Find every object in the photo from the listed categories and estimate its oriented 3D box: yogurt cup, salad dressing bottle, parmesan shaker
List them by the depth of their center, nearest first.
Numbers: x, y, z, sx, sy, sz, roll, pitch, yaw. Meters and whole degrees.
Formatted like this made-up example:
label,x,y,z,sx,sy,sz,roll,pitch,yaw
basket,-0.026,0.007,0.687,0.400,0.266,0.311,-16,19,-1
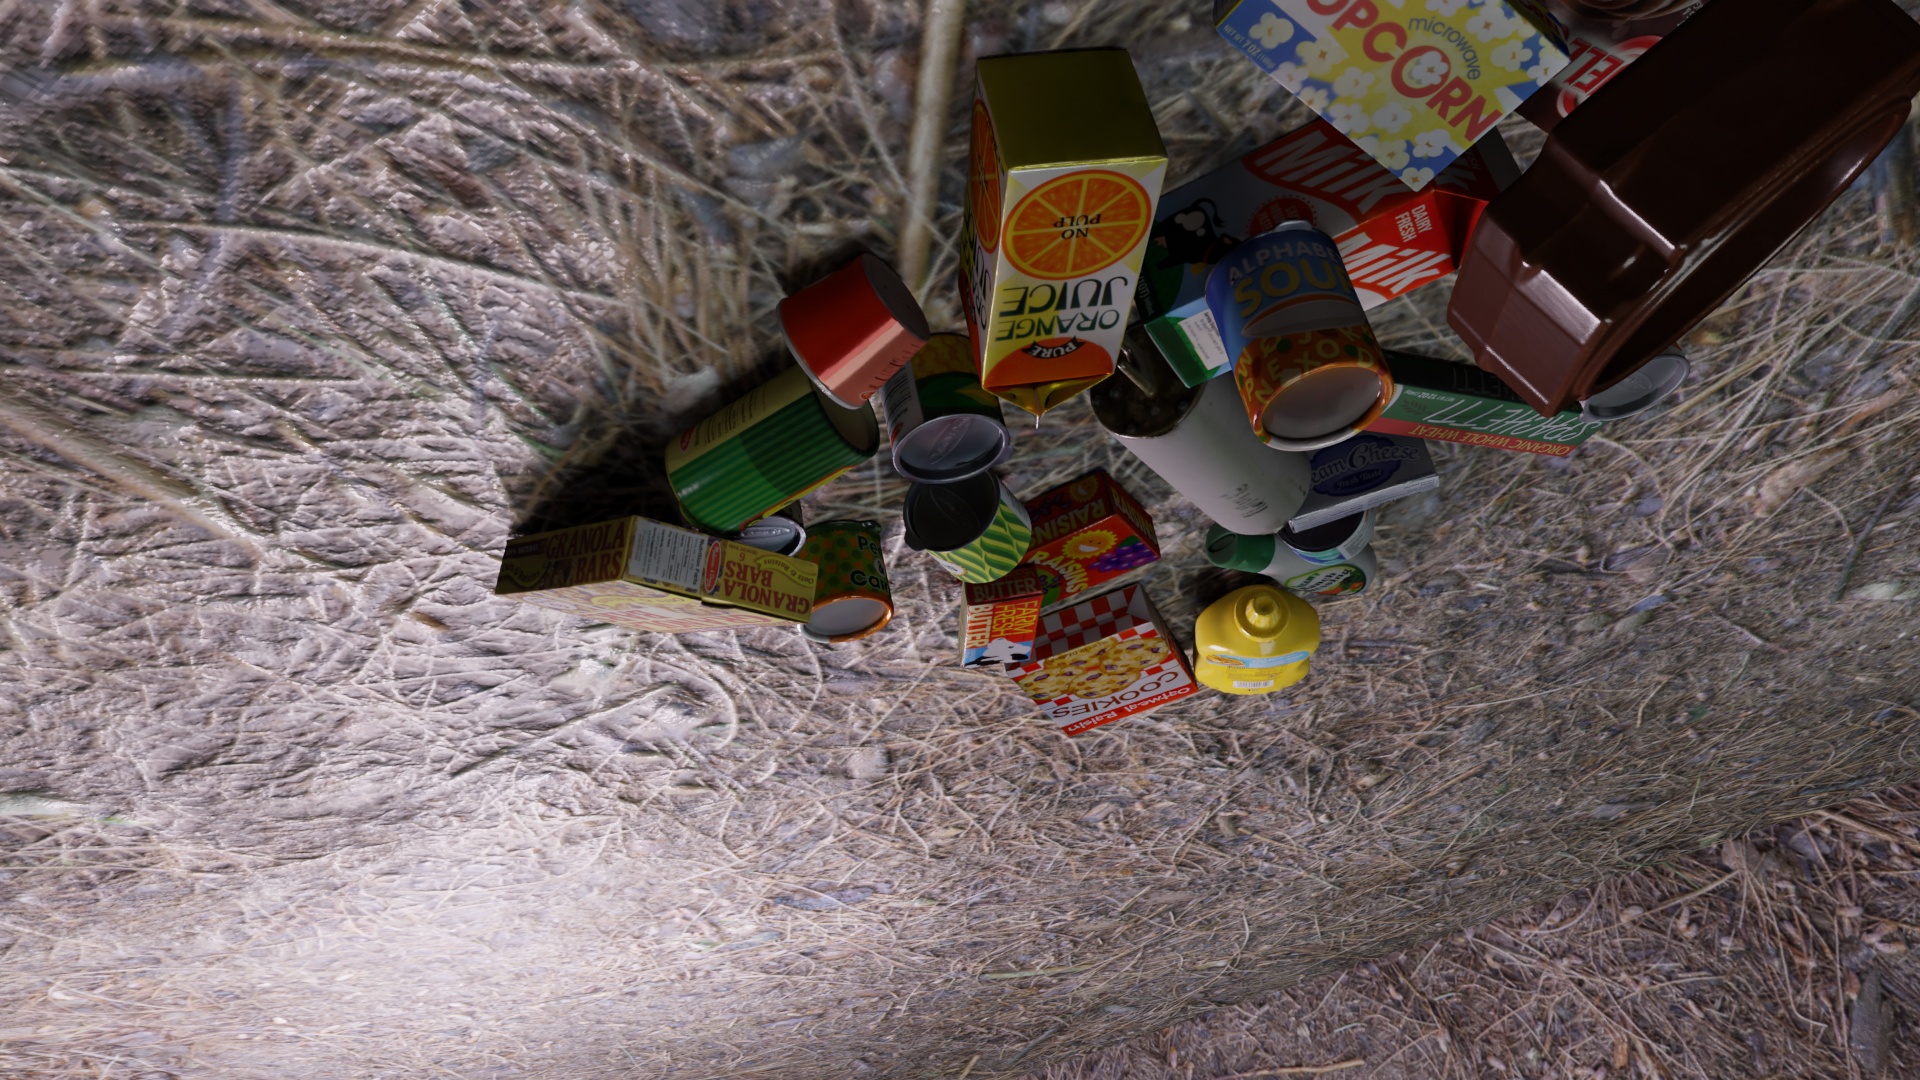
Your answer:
label,x,y,z,sx,sy,sz,roll,pitch,yaw
yogurt cup,-0.052,-0.109,0.705,0.054,0.072,0.072,-34,145,18
parmesan shaker,-0.104,-0.051,0.772,0.103,0.071,0.071,-27,147,23
salad dressing bottle,0.249,0.011,1.047,0.148,0.044,0.064,10,152,-34

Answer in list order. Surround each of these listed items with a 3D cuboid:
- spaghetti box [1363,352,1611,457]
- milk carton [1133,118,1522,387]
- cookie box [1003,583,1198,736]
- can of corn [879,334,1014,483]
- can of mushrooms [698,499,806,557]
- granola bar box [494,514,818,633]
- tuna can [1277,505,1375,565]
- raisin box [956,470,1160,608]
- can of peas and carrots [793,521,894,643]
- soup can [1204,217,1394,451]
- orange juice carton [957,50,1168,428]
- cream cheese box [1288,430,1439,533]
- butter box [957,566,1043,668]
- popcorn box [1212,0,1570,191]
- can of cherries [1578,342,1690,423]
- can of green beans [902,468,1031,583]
label,x,y,z,sx,sy,sz,roll,pitch,yaw
spaghetti box,0.331,-0.091,0.923,0.250,0.029,0.050,4,146,-28
milk carton,0.182,-0.159,0.705,0.190,0.072,0.073,-23,149,18
cookie box,0.117,0.102,1.154,0.123,0.040,0.167,-21,148,13
can of corn,-0.008,-0.074,0.785,0.071,0.058,0.070,-10,150,-6
can of mushrooms,-0.131,-0.013,0.865,0.071,0.033,0.070,-9,150,-5
granola bar box,-0.184,0.025,0.831,0.124,0.039,0.165,17,164,-39
tuna can,0.255,-0.018,0.981,0.071,0.071,0.033,-26,148,21
raisin box,0.066,0.005,0.970,0.123,0.040,0.086,-24,148,20
can of peas and carrots,-0.079,0.028,0.929,0.071,0.059,0.070,-10,150,-6
soup can,0.157,-0.095,0.645,0.071,0.084,0.071,-8,147,-5
orange juice carton,0.042,-0.139,0.682,0.073,0.072,0.191,-7,149,-9
cream cheese box,0.267,-0.046,0.948,0.104,0.053,0.024,-18,151,9
butter box,0.027,0.056,0.973,0.053,0.024,0.103,-7,150,-7
popcorn box,0.182,-0.220,0.592,0.126,0.038,0.085,30,133,-21
can of cherries,0.414,-0.117,0.883,0.071,0.058,0.071,-11,151,-6
can of green beans,0.005,-0.013,0.887,0.071,0.071,0.057,-22,149,14
